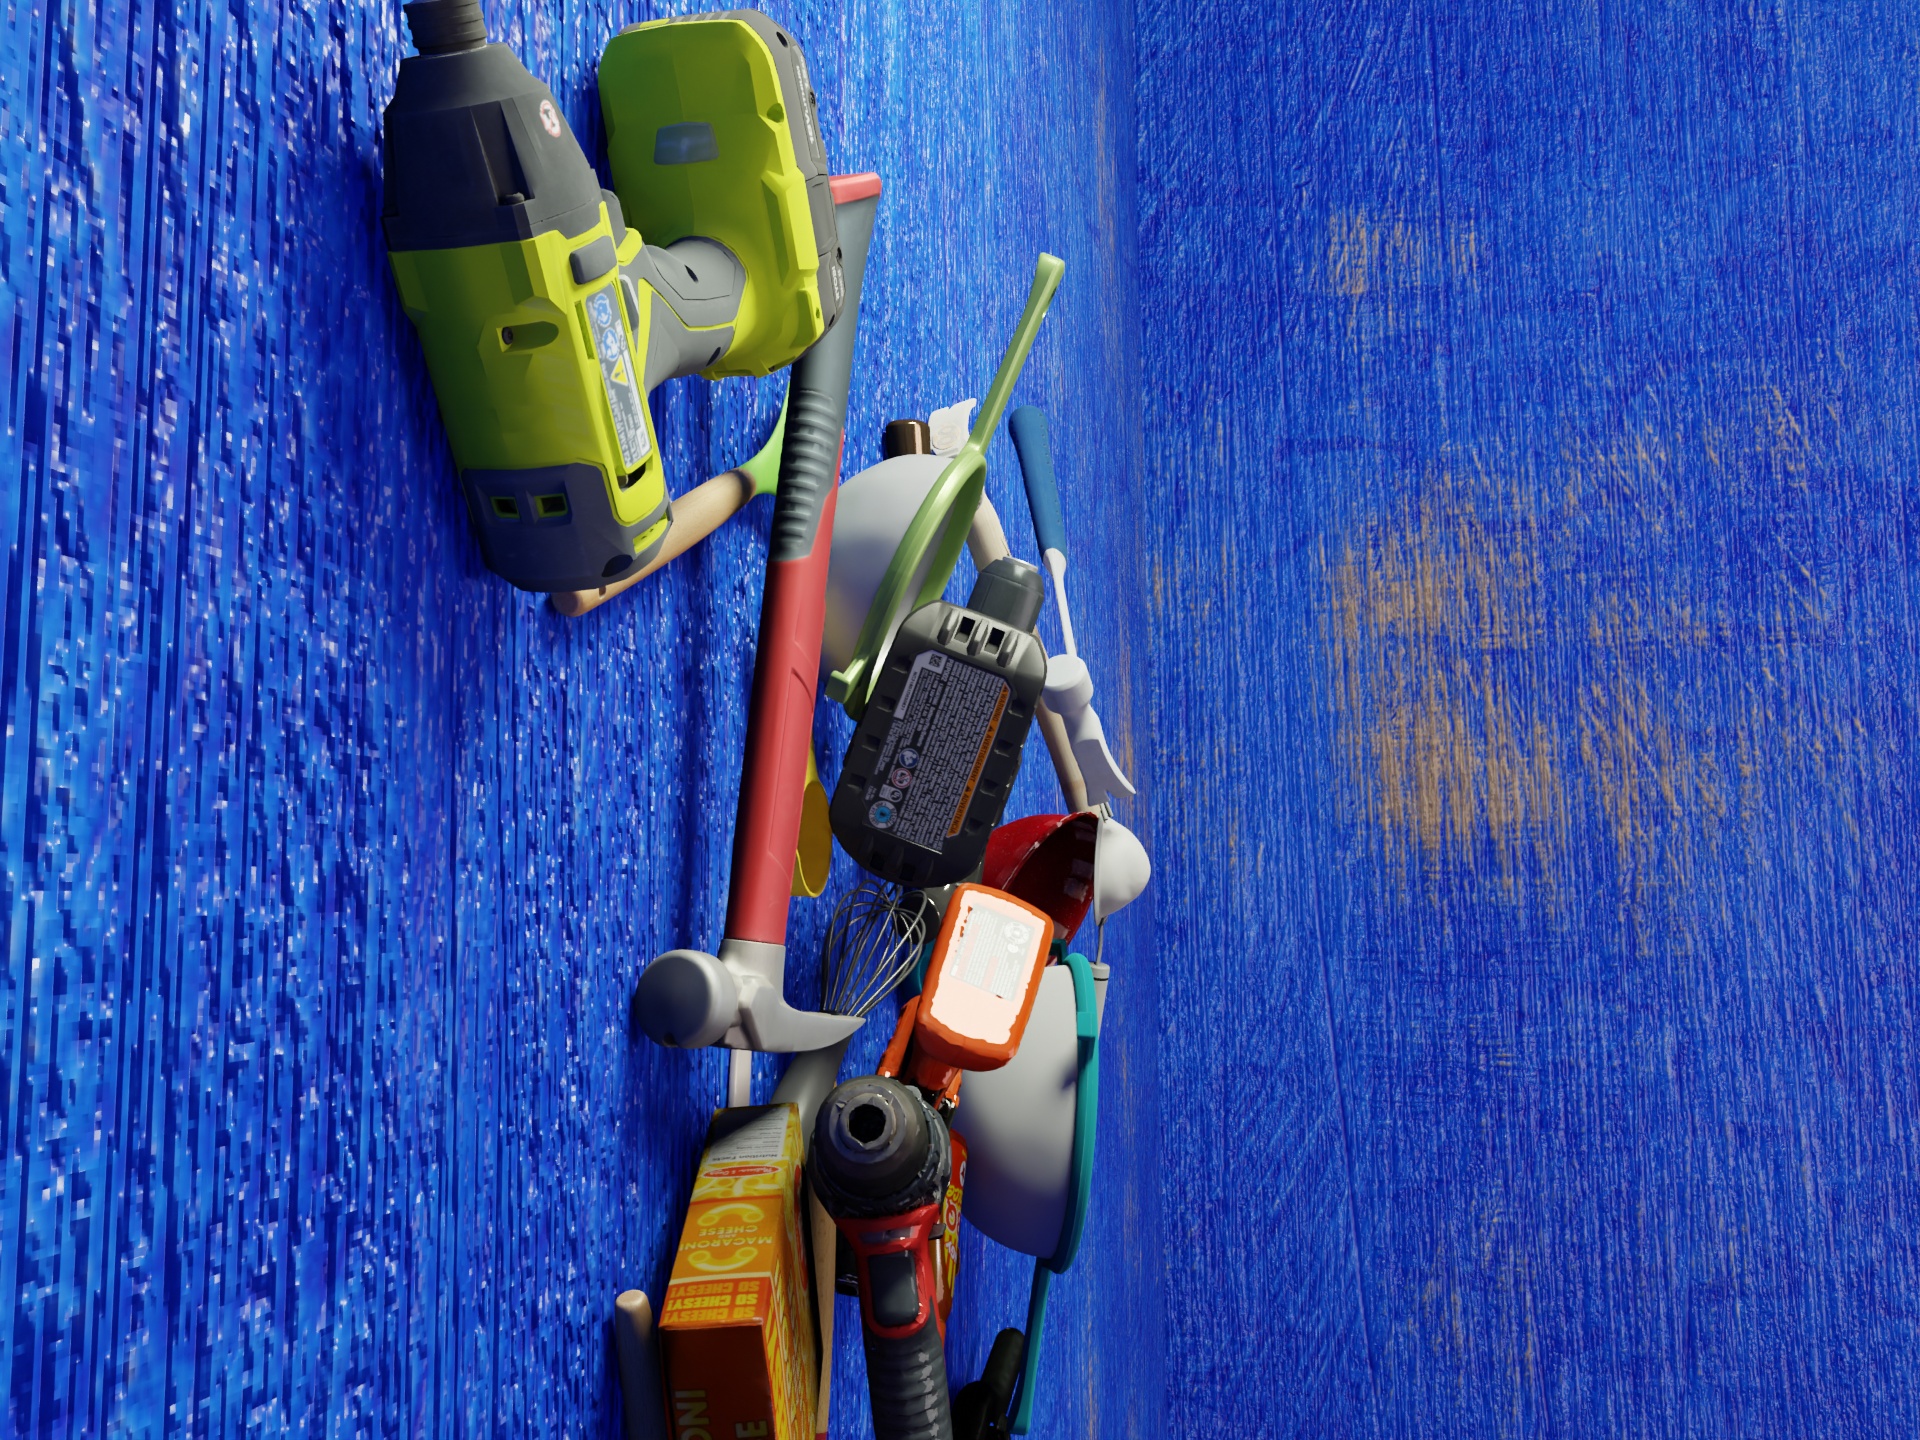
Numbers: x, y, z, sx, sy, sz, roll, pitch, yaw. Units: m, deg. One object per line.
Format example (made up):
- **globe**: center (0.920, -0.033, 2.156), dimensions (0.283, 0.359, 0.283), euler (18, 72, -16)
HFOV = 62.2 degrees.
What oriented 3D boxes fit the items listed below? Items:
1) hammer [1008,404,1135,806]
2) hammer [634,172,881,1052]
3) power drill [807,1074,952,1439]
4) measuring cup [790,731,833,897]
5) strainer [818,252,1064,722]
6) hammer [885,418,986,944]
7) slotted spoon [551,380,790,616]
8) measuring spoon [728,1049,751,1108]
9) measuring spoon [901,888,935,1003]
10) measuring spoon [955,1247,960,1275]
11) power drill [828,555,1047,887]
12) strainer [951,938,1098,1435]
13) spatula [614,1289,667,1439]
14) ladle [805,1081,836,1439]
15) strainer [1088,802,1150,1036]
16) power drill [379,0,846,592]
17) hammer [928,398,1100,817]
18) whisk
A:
- **hammer**: center (0.073, -0.108, 1.198), dimensions (0.406, 0.035, 0.143), euler (-96, 166, -48)
- **hammer**: center (-0.065, -0.052, 0.697), dimensions (0.143, 0.038, 0.386), euler (28, 65, -65)
- **power drill**: center (-0.024, 0.257, 0.644), dimensions (0.187, 0.080, 0.227), euler (90, -7, -68)
- **measuring cup**: center (-0.086, 0.007, 0.758), dimensions (0.062, 0.029, 0.156), euler (-24, 109, -77)
- **strainer**: center (-0.026, -0.127, 0.811), dimensions (0.151, 0.069, 0.256), euler (5, 108, -86)
- **hammer**: center (-0.021, -0.028, 1.032), dimensions (0.130, 0.031, 0.331), euler (-4, 90, -74)
- **slotted spoon**: center (-0.104, -0.095, 0.692), dimensions (0.314, 0.031, 0.070), euler (-59, 149, -66)
- **measuring spoon**: center (-0.092, 0.141, 0.723), dimensions (0.034, 0.018, 0.124), euler (54, 36, -70)
- **measuring spoon**: center (-0.030, 0.135, 1.042), dimensions (0.042, 0.021, 0.129), euler (47, 32, -54)
- **measuring spoon**: center (-0.019, 0.382, 1.060), dimensions (0.117, 0.011, 0.021), euler (-25, 113, -73)
- **power drill**: center (-0.001, -0.003, 0.859), dimensions (0.228, 0.080, 0.190), euler (-27, 137, -87)
- **strainer**: center (0.024, 0.323, 1.084), dimensions (0.211, 0.095, 0.340), euler (-108, -155, -82)
- **spatula**: center (-0.094, 0.363, 0.615), dimensions (0.082, 0.044, 0.317), euler (-93, 177, -78)
- **ladle**: center (-0.071, 0.320, 0.778), dimensions (0.069, 0.031, 0.316), euler (78, 12, -71)
- **strainer**: center (0.101, 0.173, 1.147), dimensions (0.087, 0.050, 0.258), euler (-10, 109, -77)
- **power drill**: center (-0.113, -0.166, 0.543), dimensions (0.223, 0.080, 0.171), euler (-66, 152, -58)
- **hammer**: center (0.057, -0.045, 1.218), dimensions (0.146, 0.038, 0.410), euler (-90, 161, -55)
- **whisk**: center (-0.062, 0.156, 0.803), dimensions (0.239, 0.055, 0.055), euler (-66, 152, -57)
